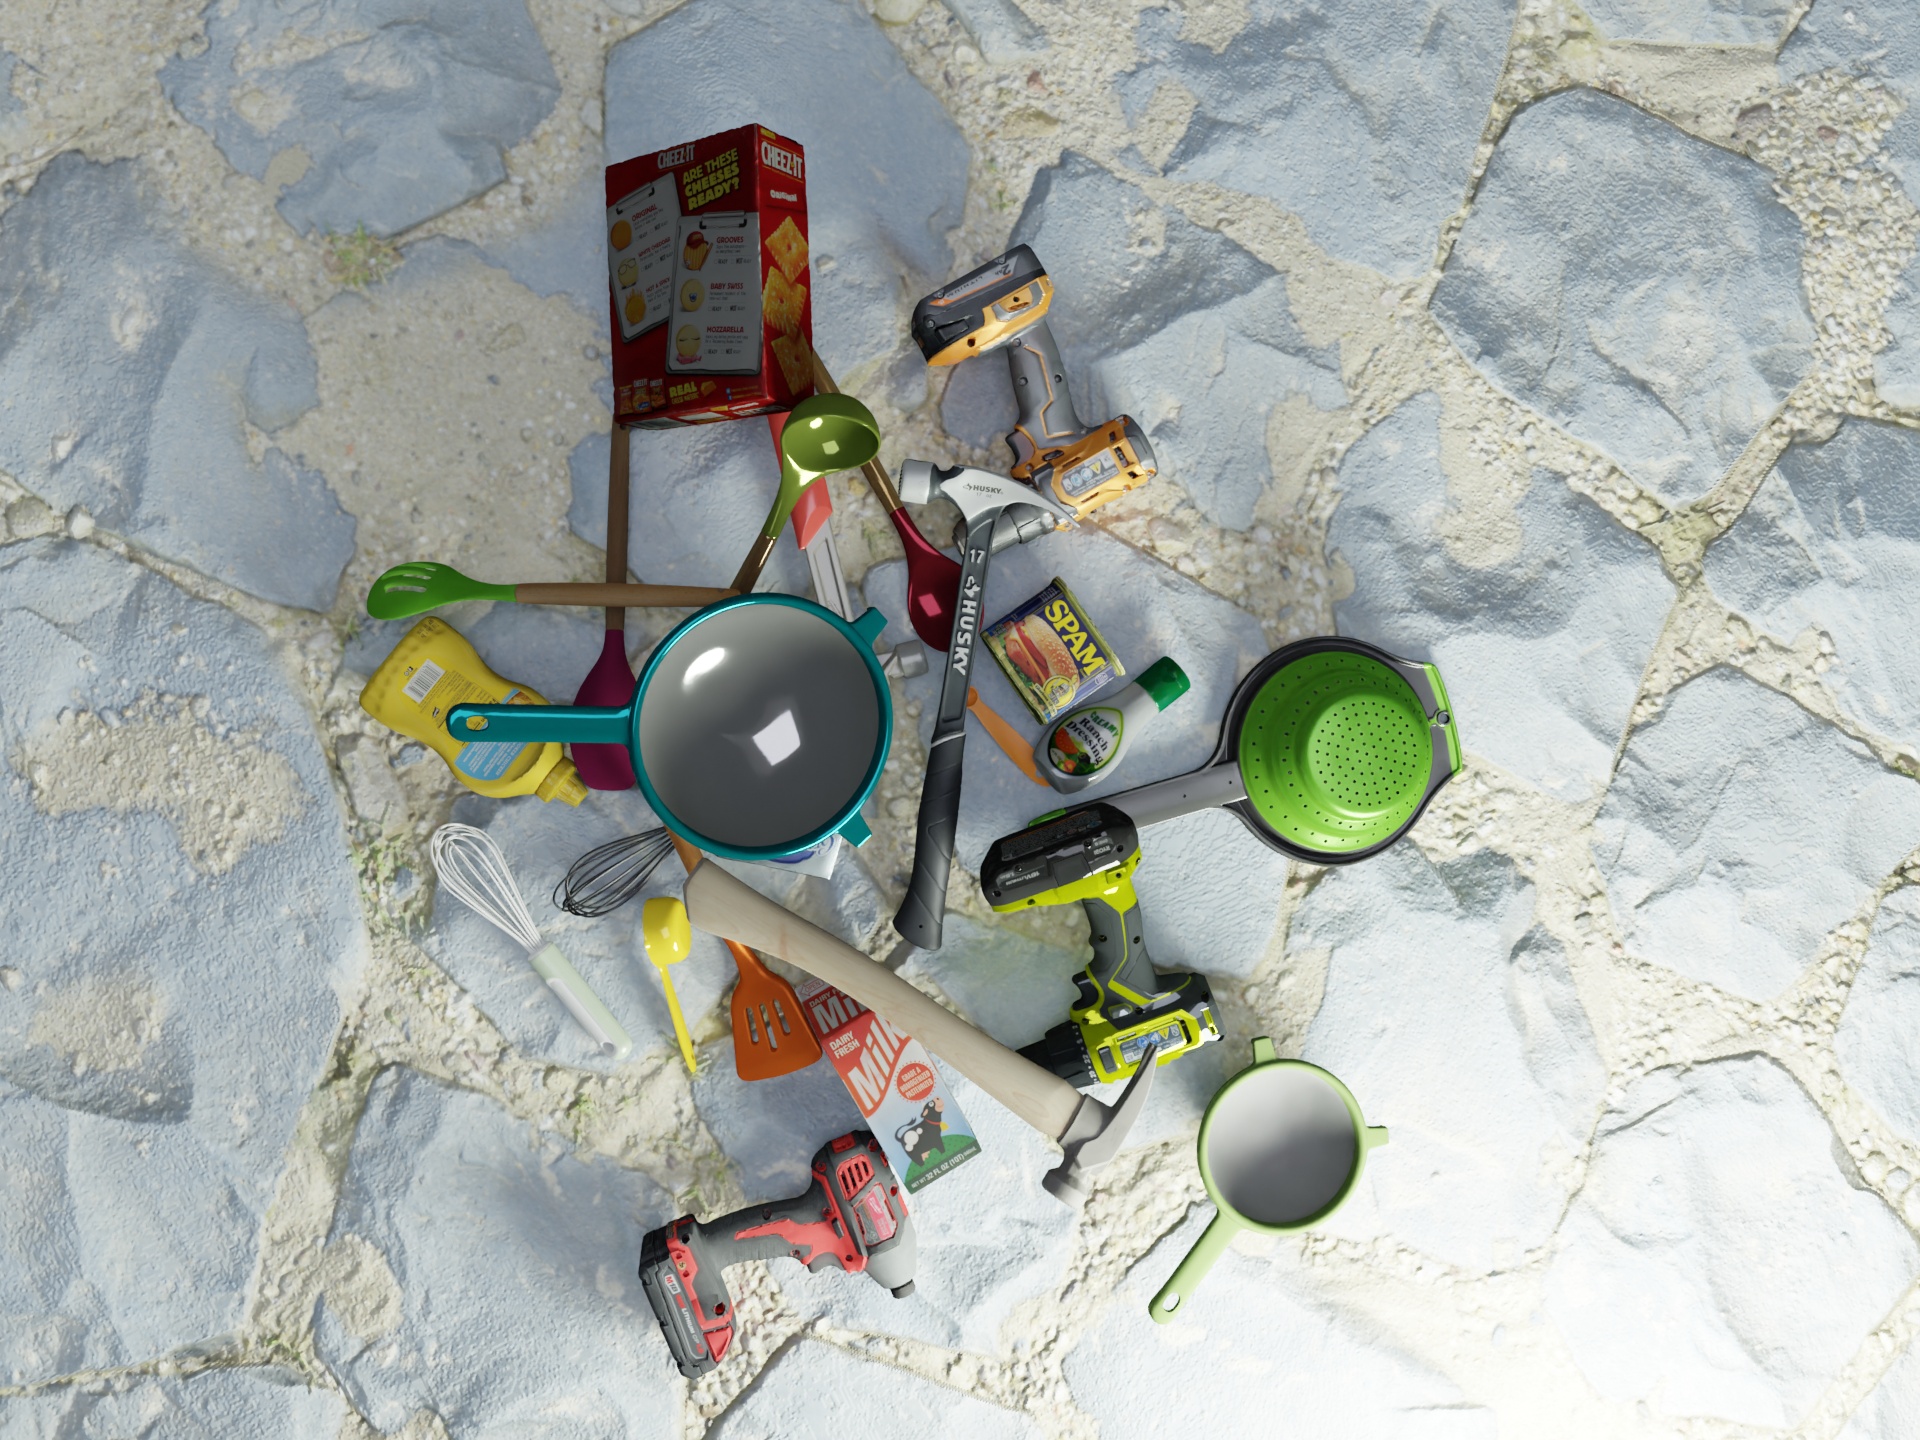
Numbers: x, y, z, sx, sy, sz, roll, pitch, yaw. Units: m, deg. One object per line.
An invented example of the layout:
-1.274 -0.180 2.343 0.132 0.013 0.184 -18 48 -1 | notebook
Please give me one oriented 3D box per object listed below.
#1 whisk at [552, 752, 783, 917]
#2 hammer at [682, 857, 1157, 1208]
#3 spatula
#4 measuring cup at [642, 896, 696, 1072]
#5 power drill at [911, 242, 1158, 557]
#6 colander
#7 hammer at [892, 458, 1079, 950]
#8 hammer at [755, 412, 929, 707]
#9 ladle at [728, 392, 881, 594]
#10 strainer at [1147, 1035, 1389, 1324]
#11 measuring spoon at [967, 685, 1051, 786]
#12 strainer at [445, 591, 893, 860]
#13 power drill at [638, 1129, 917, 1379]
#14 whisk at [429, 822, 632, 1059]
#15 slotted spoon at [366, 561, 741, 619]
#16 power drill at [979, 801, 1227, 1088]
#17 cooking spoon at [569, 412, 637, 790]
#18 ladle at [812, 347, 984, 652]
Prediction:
-0.236 0.089 1.332 0.239 0.055 0.055 -35 94 -9 | whisk
-0.038 0.225 1.284 0.410 0.038 0.146 33 84 -3 | hammer
-0.207 0.151 1.311 0.081 0.041 0.322 -18 109 14 | spatula
-0.232 0.221 1.331 0.029 0.062 0.156 -12 102 5 | measuring cup
0.039 -0.261 1.346 0.185 0.084 0.226 -30 98 -3 | power drill
0.254 0.049 1.358 0.397 0.094 0.204 -16 92 -6 | colander
-0.002 -0.004 1.320 0.149 0.036 0.409 8 102 -2 | hammer
-0.139 -0.193 1.334 0.149 0.037 0.359 -14 93 -4 | hammer
-0.163 -0.122 1.285 0.078 0.062 0.320 18 112 -35 | ladle
0.237 0.403 1.371 0.151 0.069 0.256 37 87 -7 | strainer
0.038 0.015 1.380 0.117 0.011 0.021 46 75 -8 | measuring spoon
-0.226 -0.002 1.245 0.340 0.095 0.211 1 100 -21 | strainer
-0.146 0.450 1.329 0.219 0.078 0.143 -23 93 -8 | power drill
-0.354 0.185 1.320 0.058 0.059 0.246 -32 99 33 | whisk
-0.332 -0.104 1.286 0.314 0.070 0.031 2 133 6 | slotted spoon
0.100 0.202 1.339 0.190 0.080 0.228 -20 104 4 | power drill
-0.288 -0.101 1.328 0.068 0.017 0.319 3 85 -28 | cooking spoon
-0.069 -0.201 1.357 0.069 0.031 0.315 -29 91 18 | ladle
